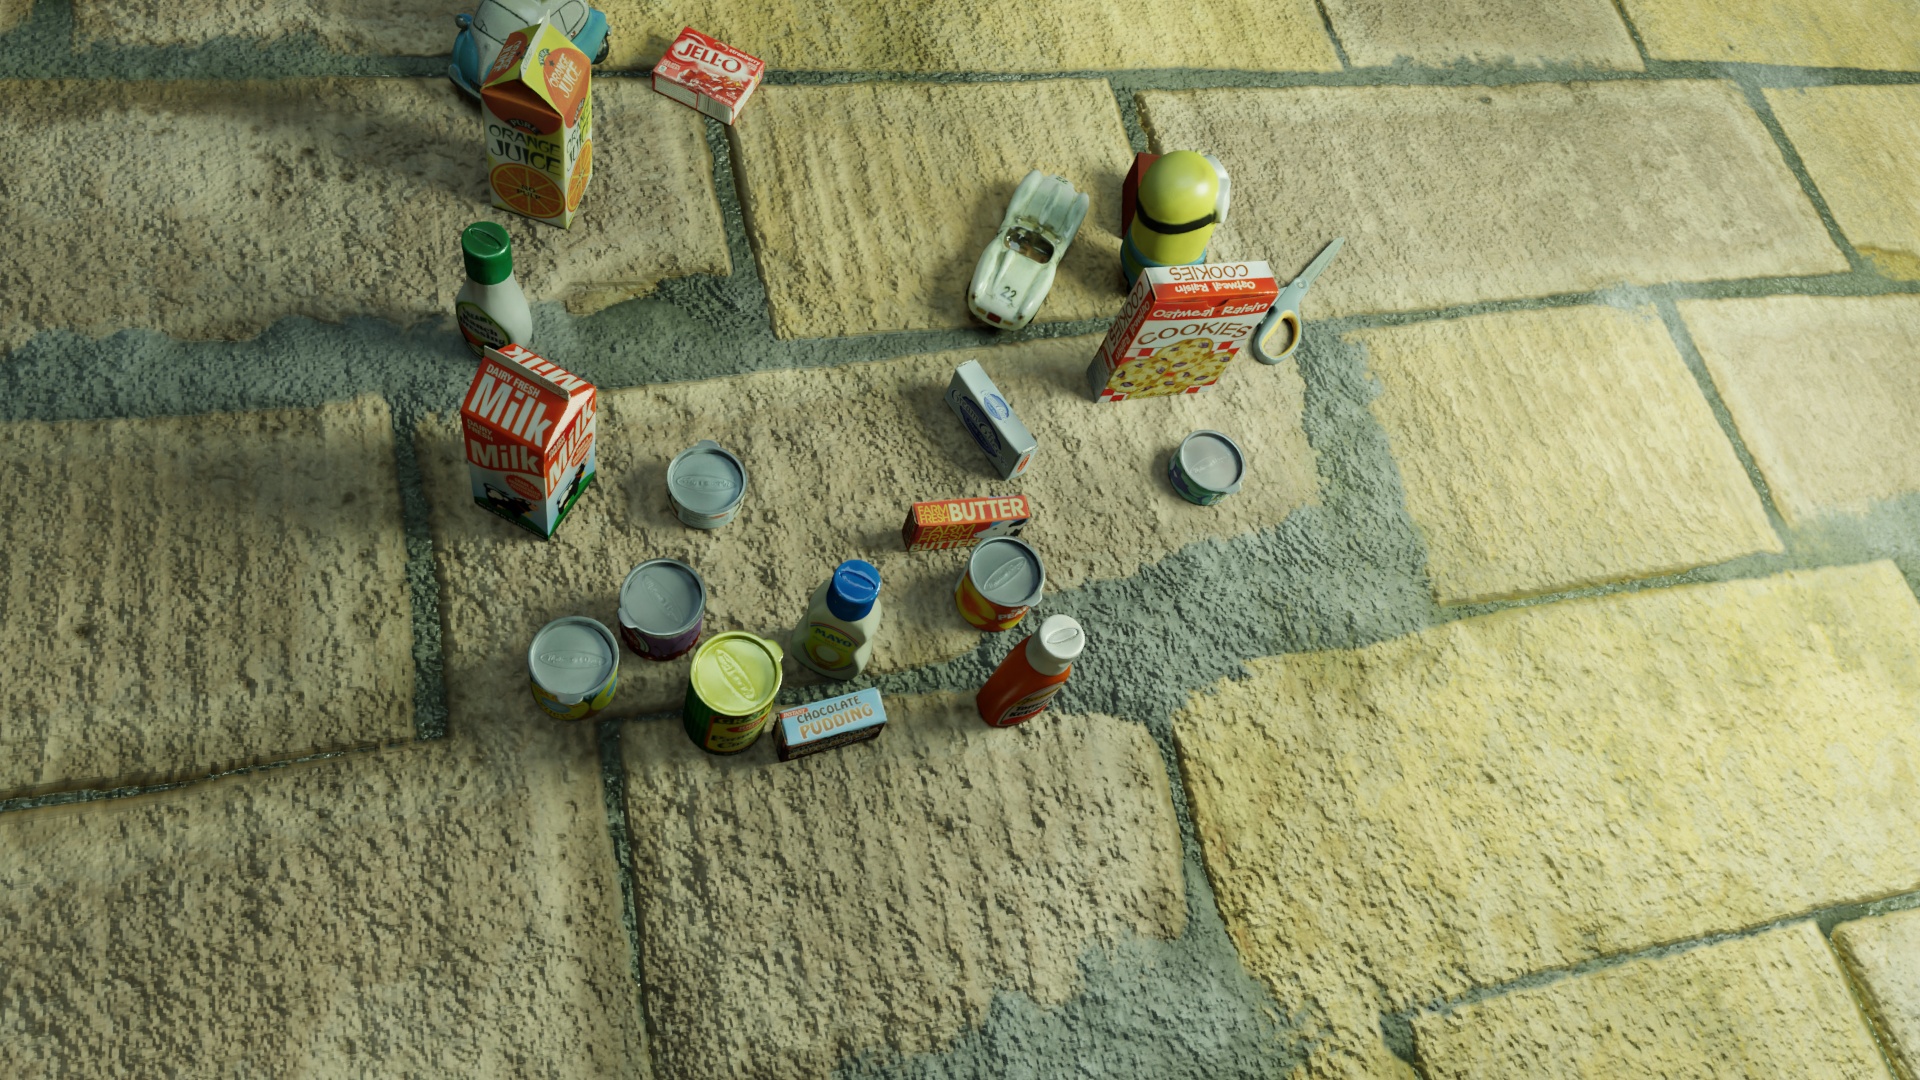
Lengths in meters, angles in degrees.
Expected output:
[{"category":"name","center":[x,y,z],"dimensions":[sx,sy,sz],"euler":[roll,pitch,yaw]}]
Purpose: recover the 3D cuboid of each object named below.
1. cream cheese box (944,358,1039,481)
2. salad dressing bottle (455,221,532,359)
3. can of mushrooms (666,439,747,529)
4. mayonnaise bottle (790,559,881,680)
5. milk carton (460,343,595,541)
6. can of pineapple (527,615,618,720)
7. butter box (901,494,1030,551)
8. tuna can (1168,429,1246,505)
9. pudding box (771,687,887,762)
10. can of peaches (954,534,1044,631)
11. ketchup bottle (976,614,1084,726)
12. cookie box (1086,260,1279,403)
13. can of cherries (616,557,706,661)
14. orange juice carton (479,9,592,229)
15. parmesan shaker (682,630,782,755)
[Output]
[{"category":"cream cheese box","center":[0.027,-0.108,1.255],"dimensions":[0.024,0.053,0.104],"euler":[-28,73,-25]},{"category":"salad dressing bottle","center":[-0.386,-0.203,1.142],"dimensions":[0.064,0.147,0.044],"euler":[30,61,2]},{"category":"can of mushrooms","center":[-0.214,-0.047,1.172],"dimensions":[0.071,0.033,0.071],"euler":[6,62,-12]},{"category":"mayonnaise bottle","center":[-0.093,0.061,1.083],"dimensions":[0.065,0.147,0.041],"euler":[24,61,-2]},{"category":"milk carton","center":[-0.331,-0.082,1.070],"dimensions":[0.072,0.189,0.074],"euler":[28,60,0]},{"category":"can of pineapple","center":[-0.296,0.100,1.061],"dimensions":[0.071,0.057,0.071],"euler":[6,62,-12]},{"category":"butter box","center":[0.004,-0.015,1.202],"dimensions":[0.104,0.053,0.024],"euler":[-5,65,-17]},{"category":"tuna can","center":[0.231,-0.066,1.298],"dimensions":[0.071,0.032,0.071],"euler":[6,62,-12]},{"category":"pudding box","center":[-0.103,0.145,1.094],"dimensions":[0.084,0.049,0.030],"euler":[-12,68,-20]},{"category":"can of peaches","center":[0.034,0.039,1.179],"dimensions":[0.071,0.057,0.071],"euler":[6,62,-12]},{"category":"ketchup bottle","center":[0.059,0.103,1.101],"dimensions":[0.065,0.148,0.043],"euler":[-18,70,-22]},{"category":"cookie box","center":[0.201,-0.189,1.276],"dimensions":[0.123,0.166,0.040],"euler":[-7,66,-18]},{"category":"can of cherries","center":[-0.239,0.056,1.099],"dimensions":[0.071,0.058,0.072],"euler":[6,62,-12]},{"category":"orange juice carton","center":[-0.365,-0.365,1.204],"dimensions":[0.073,0.191,0.072],"euler":[17,61,-6]},{"category":"parmesan shaker","center":[-0.173,0.117,1.059],"dimensions":[0.071,0.102,0.071],"euler":[6,63,-12]}]
